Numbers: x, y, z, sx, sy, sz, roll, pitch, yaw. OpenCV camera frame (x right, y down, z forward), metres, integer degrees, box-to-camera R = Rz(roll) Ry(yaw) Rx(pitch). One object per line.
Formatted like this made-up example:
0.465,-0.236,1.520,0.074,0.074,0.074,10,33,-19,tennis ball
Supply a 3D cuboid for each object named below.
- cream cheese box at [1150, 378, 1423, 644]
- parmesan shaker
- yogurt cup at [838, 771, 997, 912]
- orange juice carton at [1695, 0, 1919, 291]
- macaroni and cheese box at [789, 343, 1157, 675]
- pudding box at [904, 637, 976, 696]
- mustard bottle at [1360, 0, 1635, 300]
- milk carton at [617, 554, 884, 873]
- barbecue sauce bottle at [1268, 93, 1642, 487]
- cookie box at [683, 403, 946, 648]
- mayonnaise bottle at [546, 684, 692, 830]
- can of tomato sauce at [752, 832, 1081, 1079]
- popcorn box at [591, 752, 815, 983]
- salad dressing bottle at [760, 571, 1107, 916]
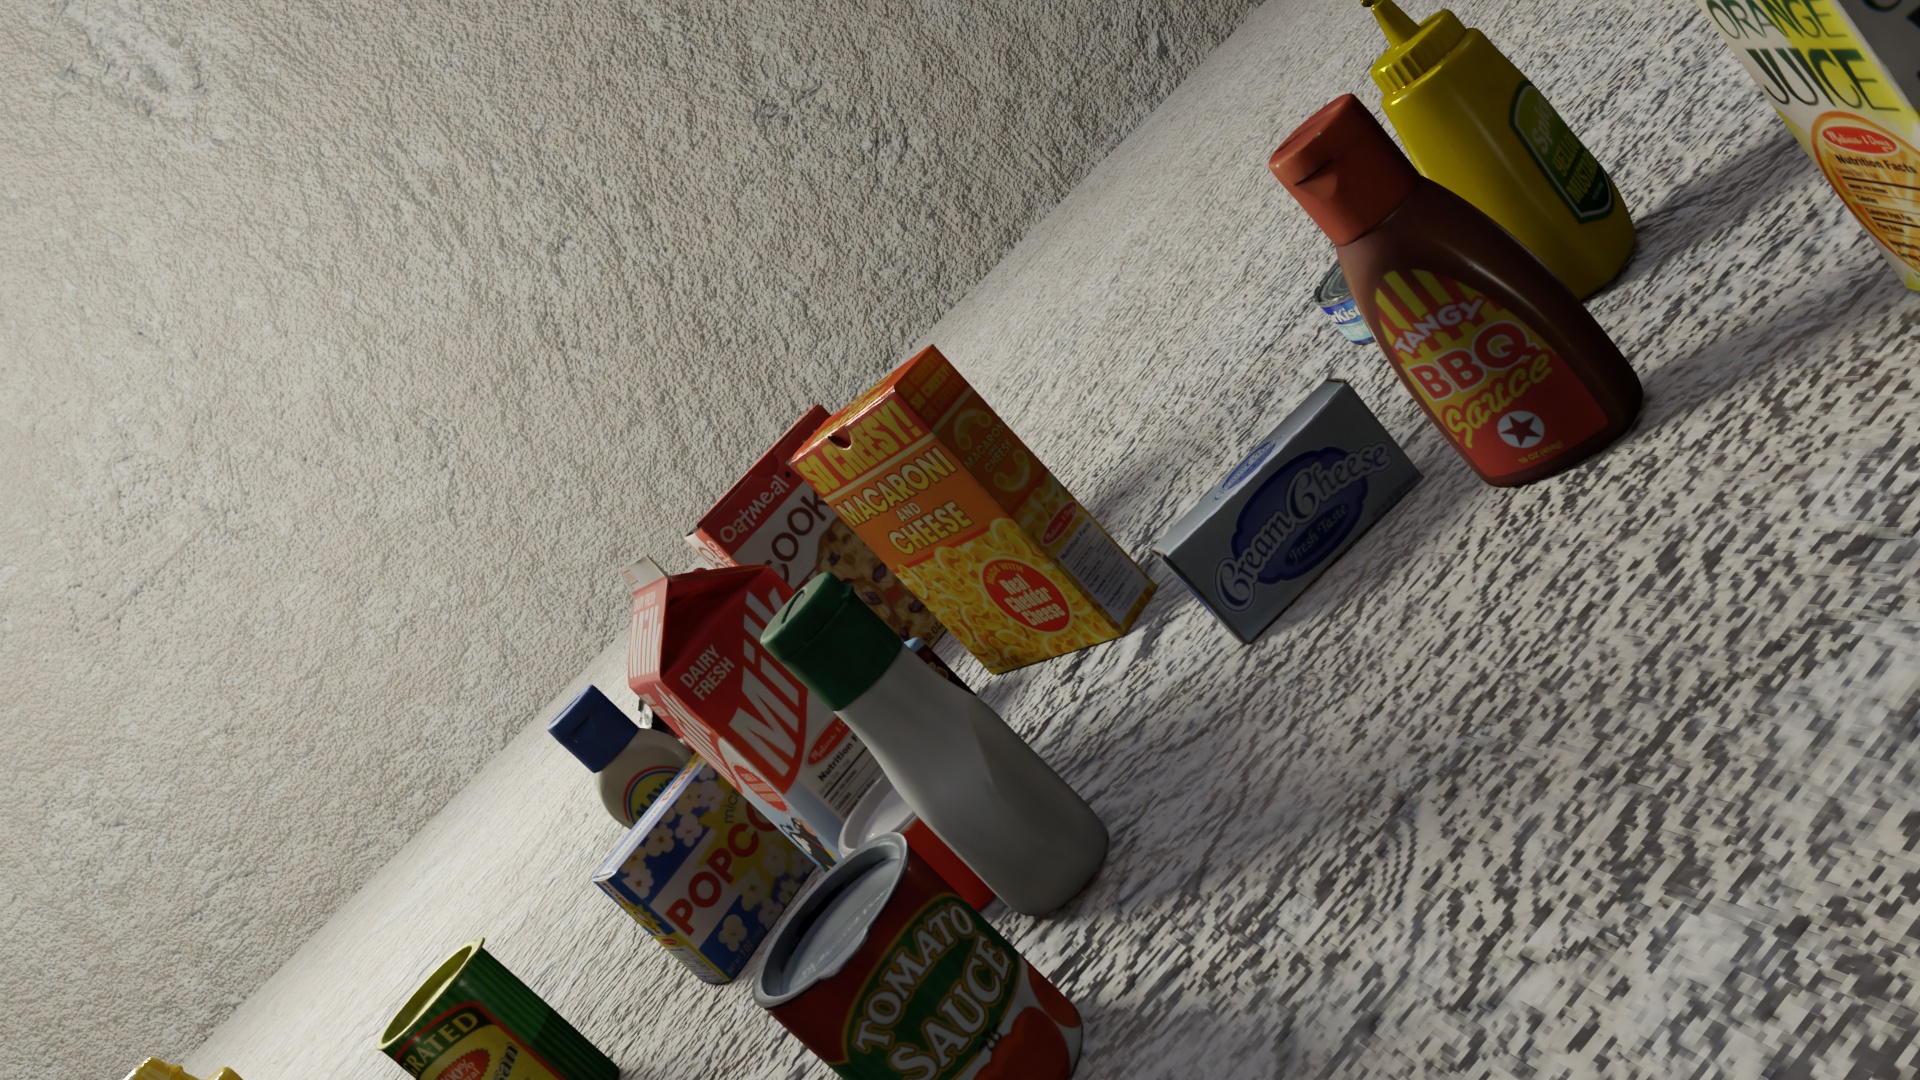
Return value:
0.134,-0.012,0.569,0.104,0.053,0.024,-44,11,0,cream cheese box
-0.232,0.262,0.708,0.071,0.103,0.071,-42,12,11,parmesan shaker
-0.009,0.121,0.576,0.072,0.054,0.072,-41,12,11,yogurt cup
0.242,-0.152,0.355,0.071,0.192,0.073,-41,12,14,orange juice carton
0.003,-0.009,0.716,0.040,0.166,0.123,-51,14,-32,macaroni and cheese box
-0.035,0.099,0.753,0.084,0.049,0.030,-52,14,-33,pudding box
0.217,-0.170,0.581,0.048,0.160,0.066,-30,18,49,mustard bottle
-0.085,0.077,0.648,0.074,0.190,0.072,-49,12,-23,milk carton
0.168,-0.088,0.485,0.064,0.148,0.044,-31,17,48,barbecue sauce bottle
-0.079,0.011,0.915,0.123,0.167,0.040,-50,13,-28,cookie box
-0.172,0.146,0.802,0.065,0.148,0.041,-45,11,-4,mayonnaise bottle
-0.012,0.145,0.435,0.071,0.083,0.071,-42,12,11,can of tomato sauce
-0.123,0.160,0.745,0.038,0.085,0.127,-29,19,52,popcorn box
-0.010,0.074,0.513,0.044,0.147,0.064,-40,12,17,salad dressing bottle
